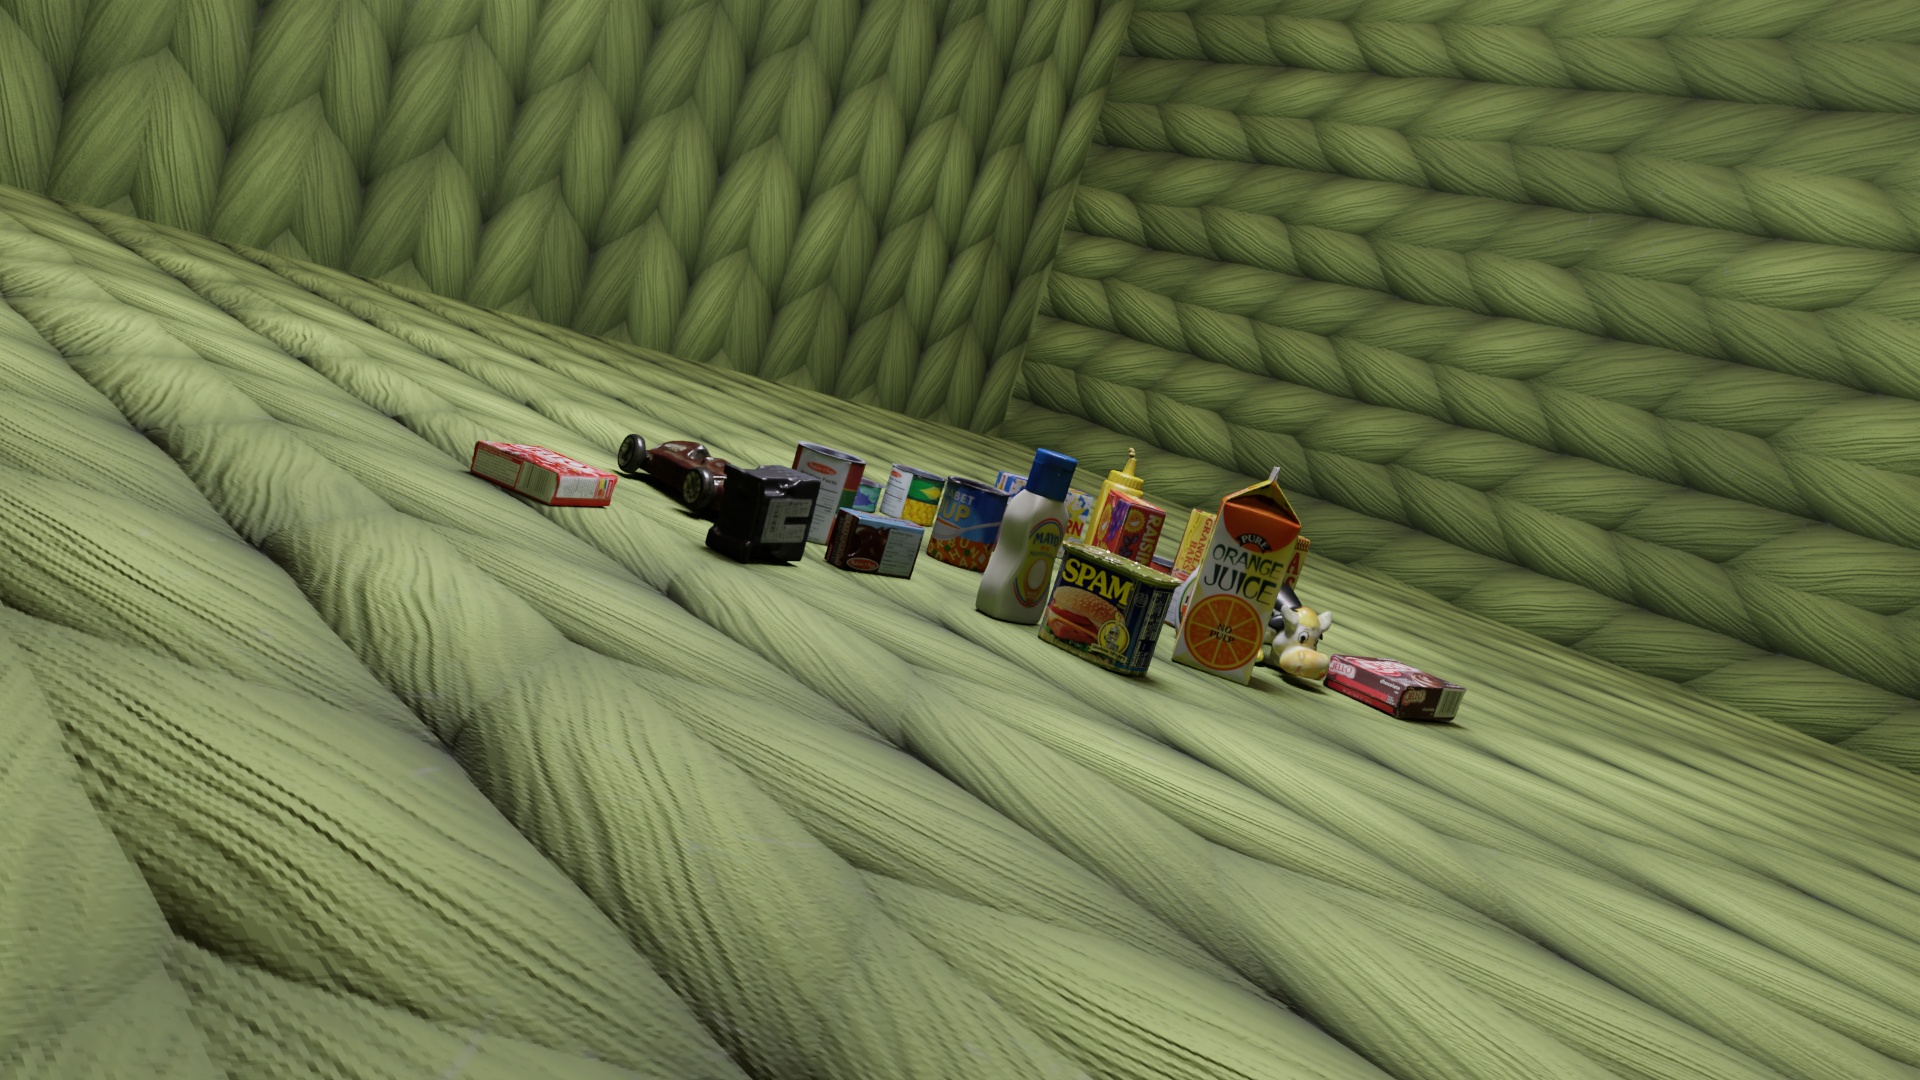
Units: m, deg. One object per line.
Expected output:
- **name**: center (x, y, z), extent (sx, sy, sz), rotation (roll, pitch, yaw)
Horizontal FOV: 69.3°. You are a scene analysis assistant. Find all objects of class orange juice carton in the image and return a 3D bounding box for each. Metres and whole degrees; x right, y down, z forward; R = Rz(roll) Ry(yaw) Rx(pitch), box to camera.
- **orange juice carton**: center (0.254, 0.025, 1.253), extent (0.073, 0.192, 0.072), rotation (18, 7, 9)

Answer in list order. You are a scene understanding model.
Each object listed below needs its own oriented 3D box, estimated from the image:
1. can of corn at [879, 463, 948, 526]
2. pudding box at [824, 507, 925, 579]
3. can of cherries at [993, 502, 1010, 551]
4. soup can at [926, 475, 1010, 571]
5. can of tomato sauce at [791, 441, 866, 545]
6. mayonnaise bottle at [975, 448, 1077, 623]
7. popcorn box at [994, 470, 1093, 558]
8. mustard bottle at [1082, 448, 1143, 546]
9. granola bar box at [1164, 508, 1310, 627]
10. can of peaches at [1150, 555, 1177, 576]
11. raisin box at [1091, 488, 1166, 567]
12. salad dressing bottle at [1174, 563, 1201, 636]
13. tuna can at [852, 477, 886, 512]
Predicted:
- **can of corn**: center (-0.055, -0.053, 1.636), extent (0.071, 0.058, 0.071), rotation (17, 7, -2)
- **pudding box**: center (-0.074, 0.003, 1.216), extent (0.084, 0.049, 0.030), rotation (10, 10, -45)
- **can of cherries**: center (0.076, -0.006, 1.592), extent (0.071, 0.058, 0.071), rotation (17, 7, -2)
- **soup can**: center (0.005, -0.018, 1.416), extent (0.071, 0.083, 0.071), rotation (17, 7, -2)
- **can of tomato sauce**: center (-0.131, -0.043, 1.297), extent (0.071, 0.083, 0.071), rotation (17, 7, -2)
- **mayonnaise bottle**: center (0.061, -0.004, 1.192), extent (0.065, 0.148, 0.041), rotation (11, 9, -43)
- **popcorn box**: center (0.093, -0.030, 1.698), extent (0.127, 0.085, 0.038), rotation (13, 8, -33)
- **mustard bottle**: center (0.175, -0.027, 1.573), extent (0.049, 0.160, 0.065), rotation (17, 7, -4)
- **granola bar box**: center (0.293, 0.041, 1.487), extent (0.166, 0.124, 0.039), rotation (11, 9, -40)
- **can of peaches**: center (0.205, 0.048, 1.492), extent (0.071, 0.058, 0.071), rotation (17, 7, -2)
- **raisin box**: center (0.149, 0.019, 1.317), extent (0.040, 0.123, 0.086), rotation (16, 7, -10)
- **salad dressing bottle**: center (0.256, 0.033, 1.368), extent (0.064, 0.147, 0.044), rotation (20, 7, 23)
- **tuna can**: center (-0.123, -0.056, 1.601), extent (0.071, 0.032, 0.071), rotation (17, 7, -2)
